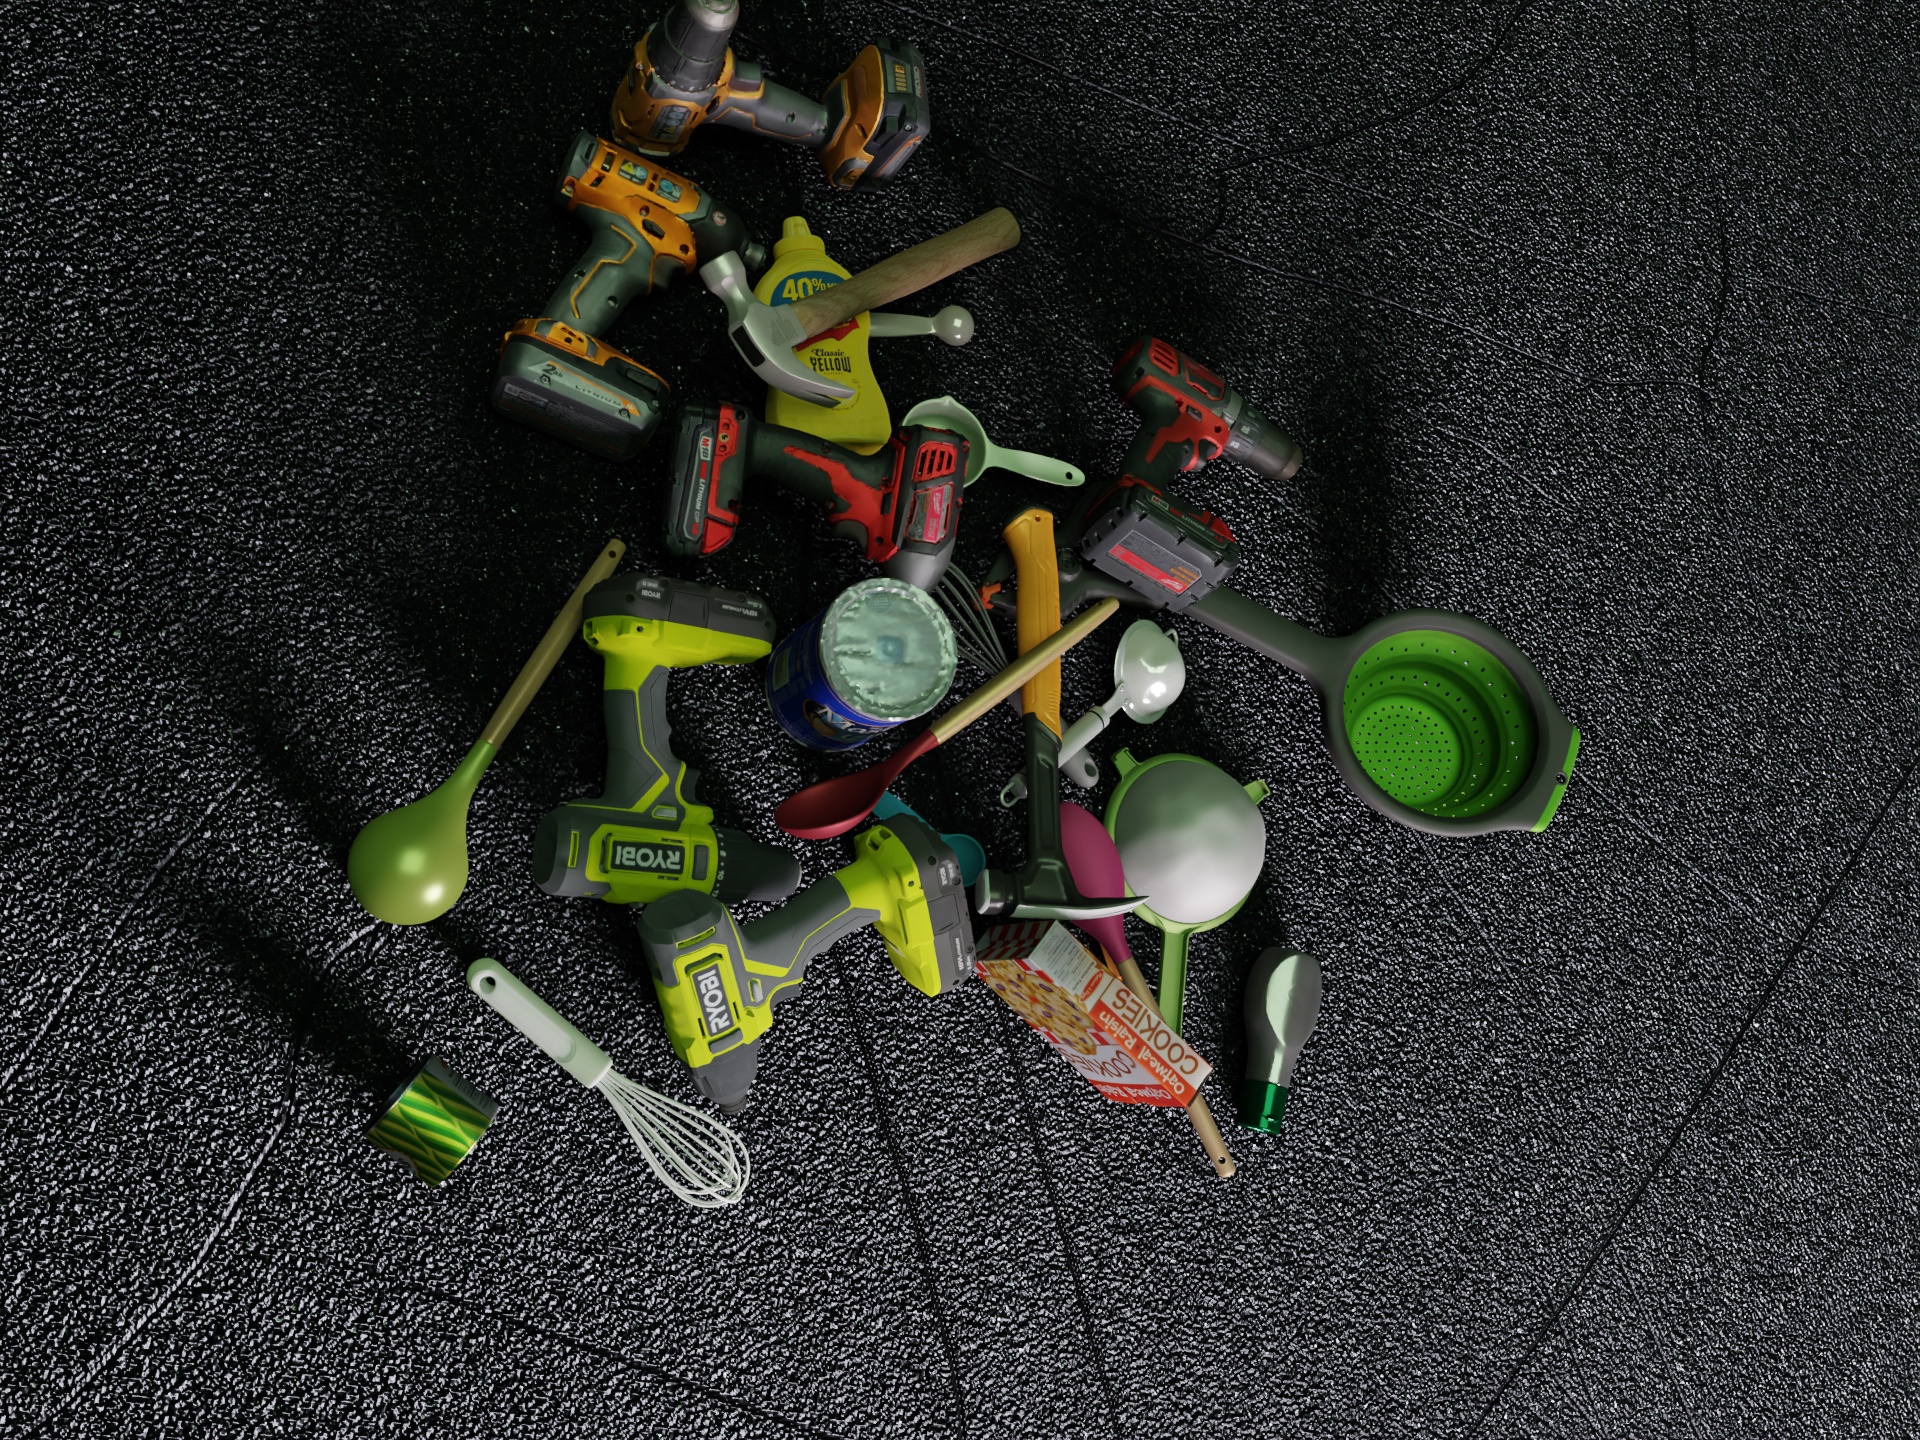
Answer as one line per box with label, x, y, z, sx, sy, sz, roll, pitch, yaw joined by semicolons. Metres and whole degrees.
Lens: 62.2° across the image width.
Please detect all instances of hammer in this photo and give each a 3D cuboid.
hammer;-0.056;-0.344;1.252;0.331;0.031;0.130;-38;103;-41
hammer;0.070;-0.012;1.222;0.127;0.034;0.337;4;67;-15

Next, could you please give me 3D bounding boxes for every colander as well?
colander;0.329;-0.025;1.382;0.397;0.094;0.204;28;69;3

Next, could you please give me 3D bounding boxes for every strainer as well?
strainer;0.117;-0.004;1.277;0.258;0.050;0.086;-39;118;-33
strainer;0.189;0.147;1.286;0.151;0.069;0.256;13;73;-20

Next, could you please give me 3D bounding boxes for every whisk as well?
whisk;-0.242;0.249;1.094;0.246;0.059;0.058;42;94;-6
whisk;0.034;-0.036;1.270;0.055;0.055;0.239;-45;103;-24

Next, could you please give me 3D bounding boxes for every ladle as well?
ladle;-0.321;0.000;1.119;0.078;0.062;0.320;33;62;-13
ladle;-0.002;-0.004;1.172;0.315;0.069;0.031;-36;123;-18

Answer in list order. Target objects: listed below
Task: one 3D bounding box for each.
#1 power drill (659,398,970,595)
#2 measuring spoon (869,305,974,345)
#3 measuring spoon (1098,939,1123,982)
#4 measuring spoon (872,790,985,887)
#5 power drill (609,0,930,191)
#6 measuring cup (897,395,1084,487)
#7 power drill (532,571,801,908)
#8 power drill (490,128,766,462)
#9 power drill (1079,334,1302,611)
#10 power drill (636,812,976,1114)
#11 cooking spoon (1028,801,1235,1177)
power drill;-0.108;-0.159;1.183;0.219;0.079;0.143;7;101;-13
measuring spoon;-0.044;-0.328;1.310;0.124;0.018;0.034;-6;82;-23
measuring spoon;0.115;0.168;1.285;0.021;0.011;0.117;-9;80;-25
measuring spoon;-0.038;0.085;1.234;0.128;0.021;0.042;37;68;-3
power drill;-0.137;-0.486;1.212;0.226;0.185;0.084;-1;78;-27
measuring cup;0.021;-0.211;1.305;0.167;0.038;0.083;10;76;-23
power drill;-0.197;0.022;1.139;0.190;0.080;0.228;9;79;-32
power drill;-0.244;-0.313;1.188;0.164;0.084;0.227;21;68;-19
power drill;0.200;-0.204;1.340;0.187;0.080;0.227;28;53;-17
power drill;-0.106;0.172;1.135;0.223;0.080;0.171;-23;119;-24
cooking spoon;0.141;0.213;1.257;0.069;0.017;0.319;-26;86;3
